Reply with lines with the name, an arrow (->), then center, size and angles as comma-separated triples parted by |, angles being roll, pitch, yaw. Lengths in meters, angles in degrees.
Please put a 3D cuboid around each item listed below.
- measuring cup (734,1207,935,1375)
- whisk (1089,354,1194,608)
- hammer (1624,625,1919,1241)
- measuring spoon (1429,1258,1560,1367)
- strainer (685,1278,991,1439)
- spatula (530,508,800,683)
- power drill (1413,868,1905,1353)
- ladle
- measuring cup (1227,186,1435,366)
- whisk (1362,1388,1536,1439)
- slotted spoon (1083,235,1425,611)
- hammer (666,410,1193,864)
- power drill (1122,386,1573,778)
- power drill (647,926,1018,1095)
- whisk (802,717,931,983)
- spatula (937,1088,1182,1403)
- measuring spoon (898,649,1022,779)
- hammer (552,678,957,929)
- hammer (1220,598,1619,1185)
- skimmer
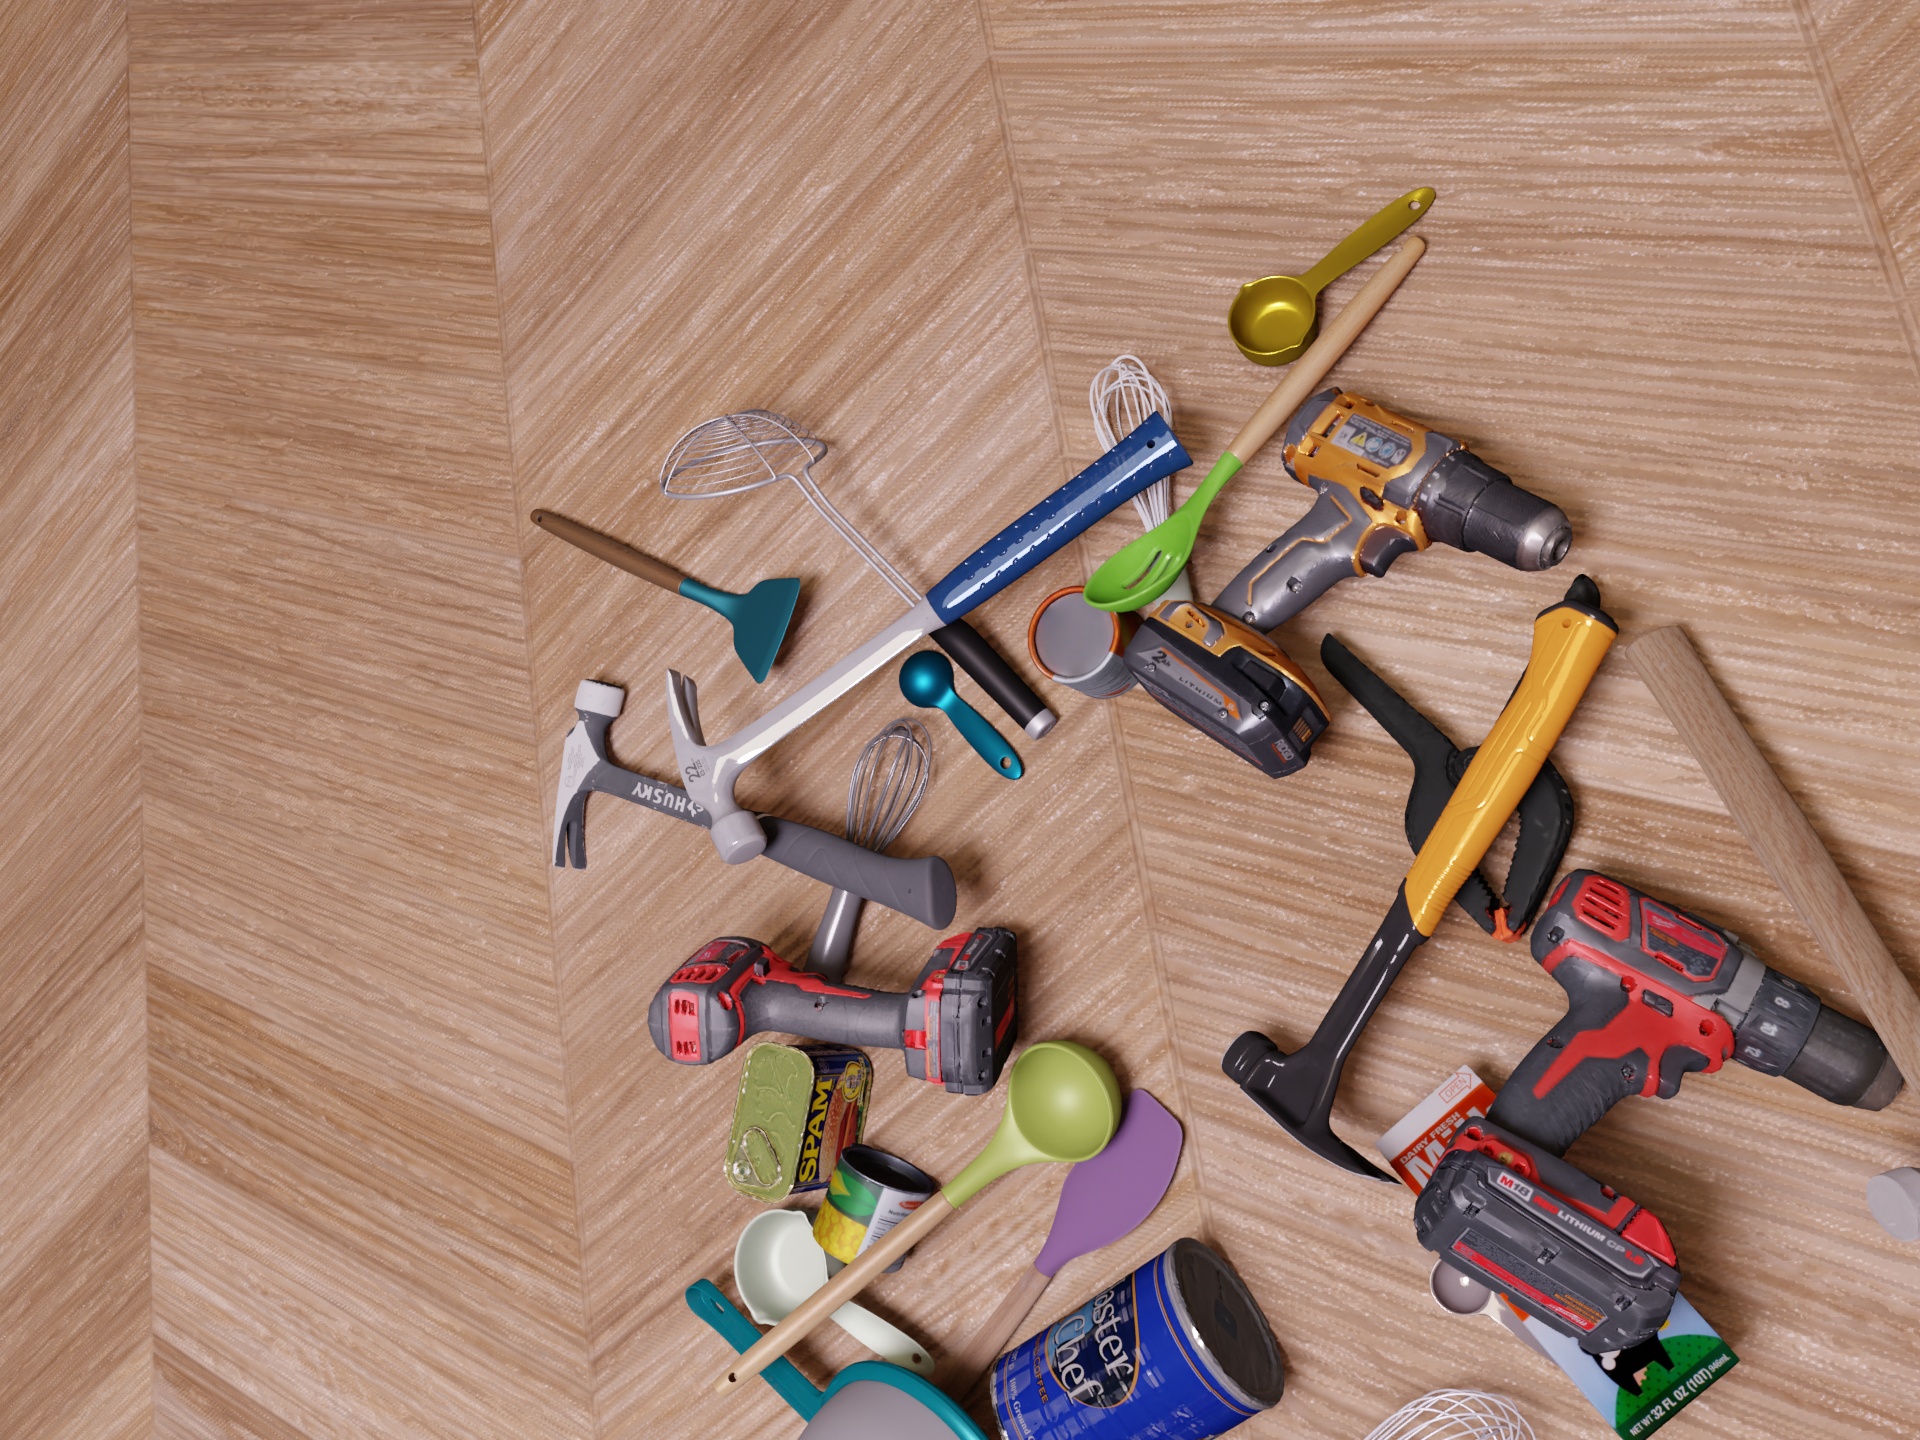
measuring cup -> -0.078, 0.390, 1.072 | 0.168, 0.038, 0.083 | 24, 93, 28
whisk -> 0.130, -0.127, 1.052 | 0.059, 0.057, 0.246 | -32, 66, 58
hammer -> 0.444, 0.088, 0.819 | 0.130, 0.031, 0.332 | -14, 60, -12
measuring spoon -> 0.318, 0.338, 0.879 | 0.124, 0.018, 0.034 | 29, 81, 23
strainer -> -0.090, 0.476, 0.986 | 0.341, 0.095, 0.210 | 31, 125, 34
spatula -> -0.240, -0.117, 1.249 | 0.318, 0.044, 0.082 | 25, 97, 31
power drill -> 0.352, 0.199, 0.801 | 0.188, 0.080, 0.227 | 29, 62, 19
ladle -> -0.030, 0.318, 0.998 | 0.320, 0.062, 0.078 | -39, 71, -3
measuring cup -> 0.244, -0.288, 1.032 | 0.156, 0.029, 0.062 | -37, 64, 5
whisk -> 0.198, 0.454, 0.901 | 0.284, 0.070, 0.070 | -39, 65, 23
slotted spoon -> 0.191, -0.184, 1.005 | 0.314, 0.031, 0.070 | -50, 28, -2
hammer -> -0.028, -0.072, 1.057 | 0.405, 0.035, 0.144 | -35, 66, 12
power drill -> 0.228, -0.077, 0.941 | 0.186, 0.084, 0.226 | 36, 87, 38
power drill -> -0.077, 0.180, 1.034 | 0.219, 0.143, 0.078 | 1, 100, 12
whisk -> -0.073, 0.111, 1.117 | 0.055, 0.055, 0.239 | 21, 96, 30
spatula -> 0.040, 0.373, 1.020 | 0.060, 0.018, 0.316 | 42, 101, 35
measuring spoon -> -0.002, -0.004, 1.109 | 0.042, 0.021, 0.129 | -50, 60, 12
hammer -> -0.162, 0.079, 1.140 | 0.409, 0.036, 0.149 | 15, 91, 40
hammer -> 0.269, 0.088, 0.881 | 0.127, 0.034, 0.337 | 37, 100, 53
skimmer -> -0.073, -0.101, 1.147 | 0.363, 0.127, 0.090 | 45, 141, 15
